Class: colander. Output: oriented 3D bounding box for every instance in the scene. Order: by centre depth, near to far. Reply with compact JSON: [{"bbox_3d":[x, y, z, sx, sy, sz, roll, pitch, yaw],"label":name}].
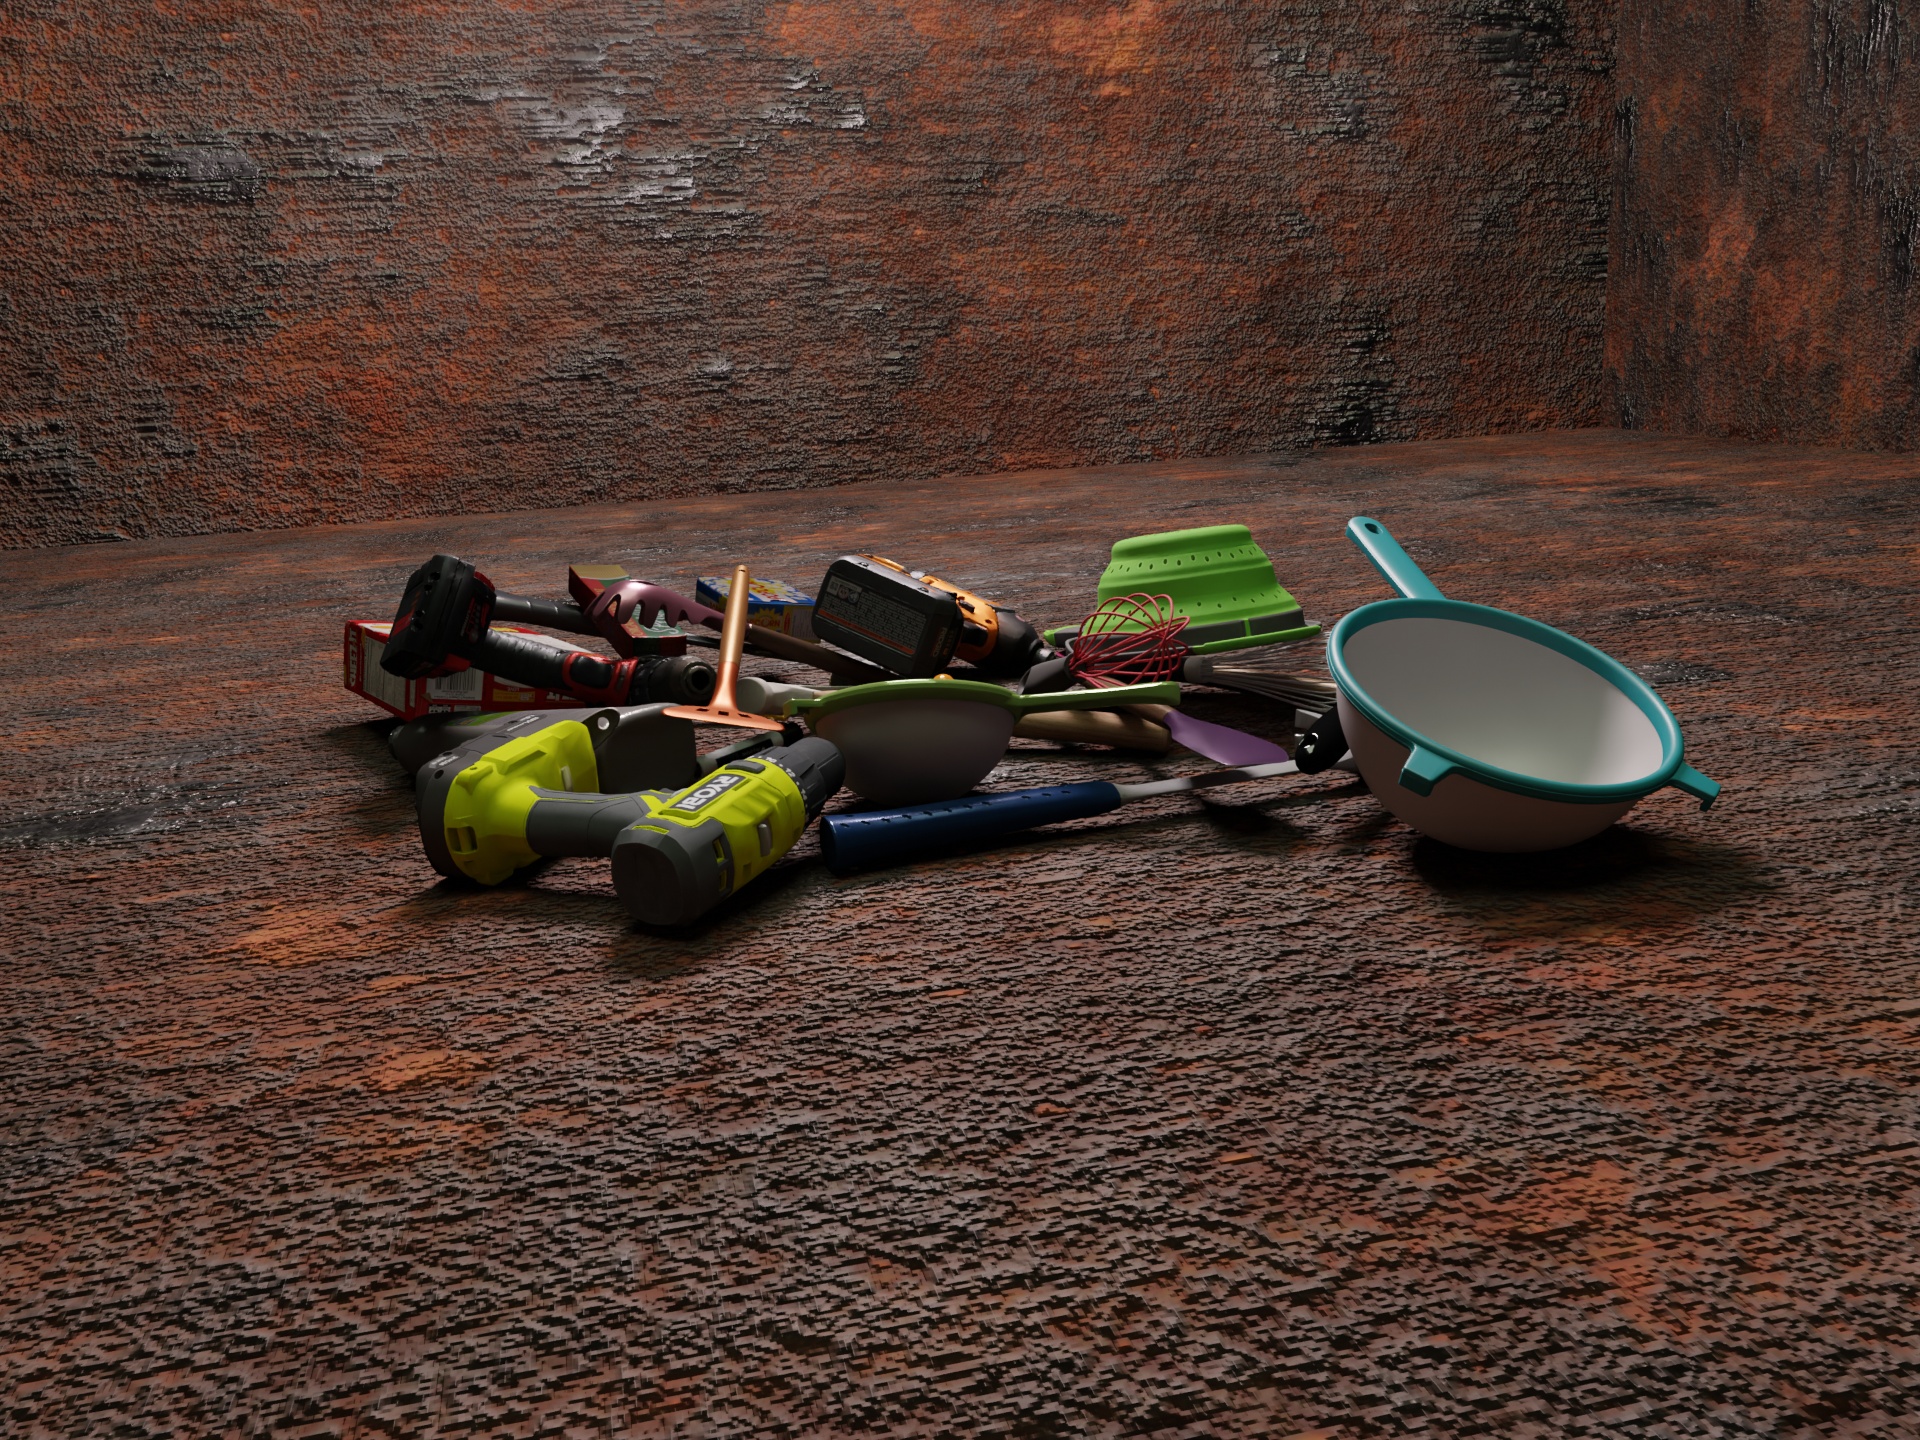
[{"bbox_3d":[0.154,-0.108,1.352,0.204,0.094,0.397,-10,6,-19],"label":"colander"}]

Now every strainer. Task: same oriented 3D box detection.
[{"bbox_3d":[0.305,-0.018,1.015,0.211,0.095,0.341,3,32,-12],"label":"strainer"},{"bbox_3d":[0.020,0.018,1.055,0.256,0.069,0.151,-6,-14,18],"label":"strainer"}]

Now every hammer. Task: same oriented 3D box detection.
[{"bbox_3d":[0.107,0.047,1.038,0.405,0.035,0.144,-8,16,-18],"label":"hammer"},{"bbox_3d":[-0.002,-0.004,1.228,0.331,0.031,0.130,5,1,16],"label":"hammer"},{"bbox_3d":[-0.259,-0.080,1.490,0.409,0.036,0.149,10,15,13],"label":"hammer"}]

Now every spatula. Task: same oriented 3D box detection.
[{"bbox_3d":[0.142,-0.006,1.128,0.059,0.018,0.316,-3,13,-18],"label":"spatula"},{"bbox_3d":[-0.166,-0.055,1.162,0.081,0.041,0.323,8,27,-9],"label":"spatula"}]

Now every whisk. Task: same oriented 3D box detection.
[{"bbox_3d":[0.267,-0.012,1.074,0.055,0.055,0.239,5,22,29],"label":"whisk"},{"bbox_3d":[0.093,-0.042,1.169,0.073,0.073,0.296,-7,-4,-16],"label":"whisk"},{"bbox_3d":[0.224,-0.042,1.321,0.285,0.070,0.070,4,15,43],"label":"whisk"}]

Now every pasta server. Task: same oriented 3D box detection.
[{"bbox_3d":[-0.154,-0.057,1.291,0.316,0.040,0.060,19,-6,-35],"label":"pasta server"}]

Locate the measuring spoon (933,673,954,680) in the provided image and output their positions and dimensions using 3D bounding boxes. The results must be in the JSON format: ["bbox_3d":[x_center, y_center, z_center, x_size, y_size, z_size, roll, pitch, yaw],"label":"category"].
[{"bbox_3d":[-0.008,-0.024,1.302,0.021,0.011,0.117,9,-7,7],"label":"measuring spoon"}]

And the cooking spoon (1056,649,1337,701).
[{"bbox_3d":[0.210,-0.043,1.398,0.068,0.017,0.319,-12,16,-42],"label":"cooking spoon"}]

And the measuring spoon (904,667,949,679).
[{"bbox_3d":[-0.024,-0.039,1.422,0.042,0.021,0.129,-6,13,-9],"label":"measuring spoon"}]

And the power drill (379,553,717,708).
[{"bbox_3d":[-0.303,-0.046,1.201,0.226,0.080,0.188,21,-16,-27],"label":"power drill"}]

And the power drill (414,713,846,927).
[{"bbox_3d":[-0.199,0.051,0.985,0.228,0.080,0.190,5,22,27],"label":"power drill"}]

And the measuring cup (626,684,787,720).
[{"bbox_3d":[-0.223,-0.009,1.347,0.156,0.029,0.062,14,-12,12],"label":"measuring cup"}]

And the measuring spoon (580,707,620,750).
[{"bbox_3d":[-0.275,0.027,1.086,0.124,0.034,0.018,-37,9,18],"label":"measuring spoon"}]

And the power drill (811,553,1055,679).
[{"bbox_3d":[-0.016,-0.083,1.402,0.164,0.084,0.226,24,10,20],"label":"power drill"}]
